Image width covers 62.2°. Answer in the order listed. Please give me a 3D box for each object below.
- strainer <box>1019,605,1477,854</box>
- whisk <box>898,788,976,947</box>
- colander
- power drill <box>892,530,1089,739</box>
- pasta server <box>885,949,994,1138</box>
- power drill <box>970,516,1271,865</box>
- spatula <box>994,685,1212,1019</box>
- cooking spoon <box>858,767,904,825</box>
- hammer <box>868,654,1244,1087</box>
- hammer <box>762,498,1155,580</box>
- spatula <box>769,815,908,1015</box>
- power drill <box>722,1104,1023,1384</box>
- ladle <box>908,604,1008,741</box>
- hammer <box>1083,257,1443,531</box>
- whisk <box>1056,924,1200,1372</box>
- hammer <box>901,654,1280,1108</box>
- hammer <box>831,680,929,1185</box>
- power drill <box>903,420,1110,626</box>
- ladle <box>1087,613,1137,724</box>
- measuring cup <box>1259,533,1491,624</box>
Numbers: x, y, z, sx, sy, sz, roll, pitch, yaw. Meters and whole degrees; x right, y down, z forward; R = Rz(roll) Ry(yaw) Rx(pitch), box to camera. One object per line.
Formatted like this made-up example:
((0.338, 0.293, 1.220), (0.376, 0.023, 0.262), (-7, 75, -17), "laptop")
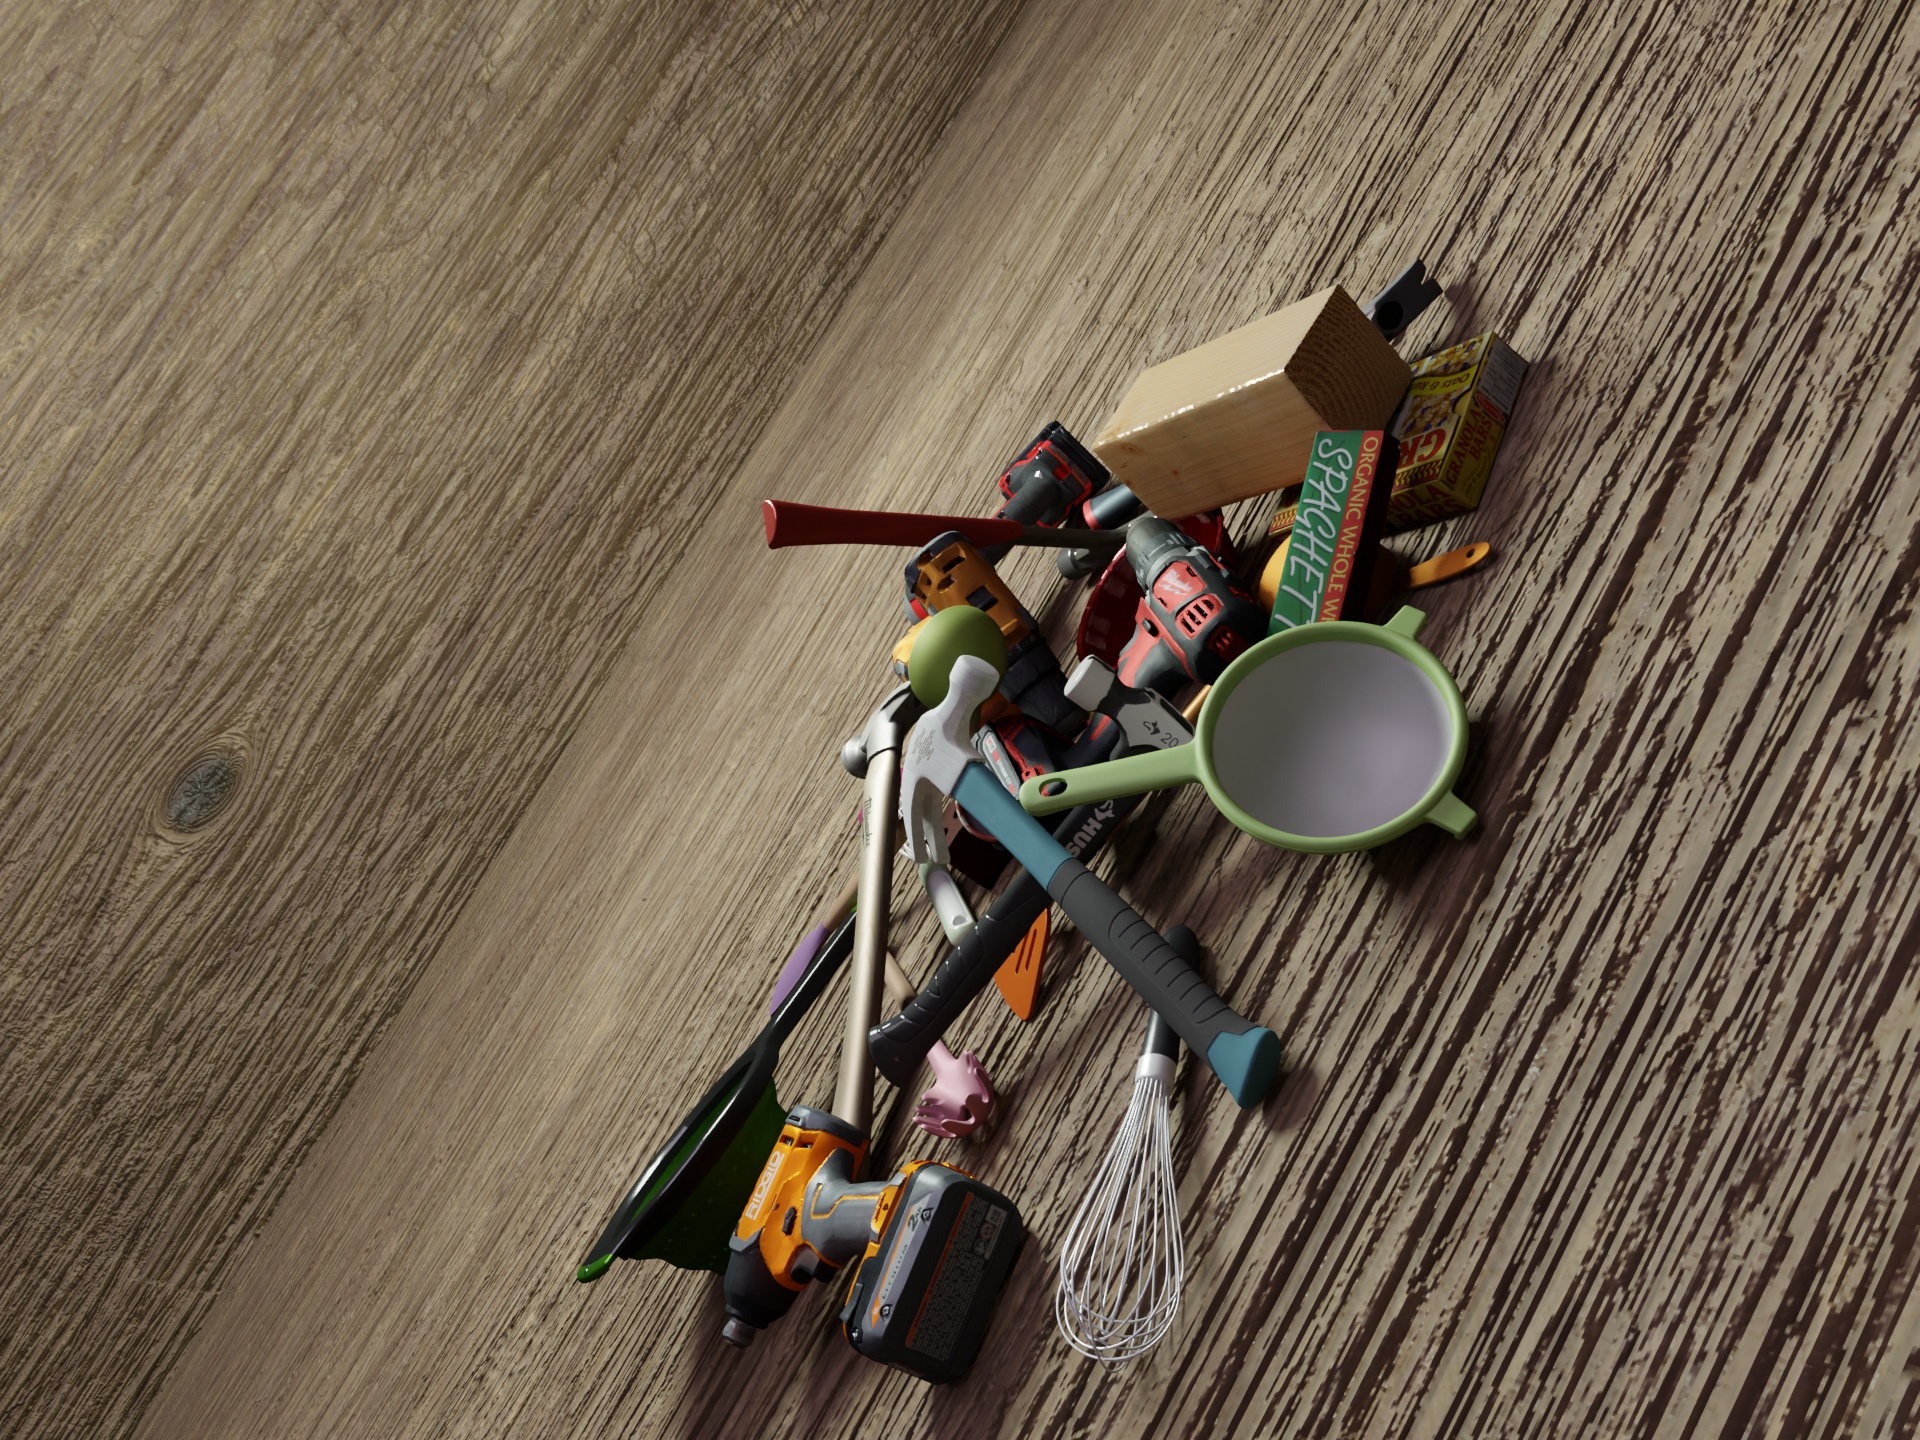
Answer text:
((0.165, 0.033, 0.926), (0.256, 0.069, 0.152), (-13, 55, 14), "strainer")
((-0.025, 0.121, 1.335), (0.058, 0.059, 0.247), (-18, 27, -8), "whisk")
((-0.141, 0.303, 1.276), (0.397, 0.094, 0.204), (-53, 5, -32), "colander")
((0.024, -0.040, 1.297), (0.084, 0.185, 0.226), (-37, -9, -14), "power drill")
((-0.031, 0.231, 1.202), (0.060, 0.040, 0.316), (-46, 21, 0), "pasta server")
((0.107, -0.031, 1.112), (0.226, 0.080, 0.188), (-50, 30, 16), "power drill")
((0.121, 0.068, 1.136), (0.322, 0.041, 0.081), (-51, 22, 2), "spatula")
((-0.016, 0.052, 1.447), (0.319, 0.017, 0.069), (-20, 42, 57), "cooking spoon")
((0.047, 0.124, 1.060), (0.334, 0.146, 0.035), (-53, 6, 20), "hammer")
((0.007, -0.155, 1.290), (0.149, 0.359, 0.037), (-24, 71, 53), "hammer")
((-0.105, 0.165, 1.412), (0.315, 0.018, 0.060), (-53, 18, 40), "spatula")
((-0.073, 0.349, 1.033), (0.226, 0.084, 0.164), (-3, 57, 55), "power drill")
((-0.002, -0.004, 1.229), (0.078, 0.062, 0.320), (-47, -11, -14), "ladle")
((0.227, -0.248, 1.309), (0.143, 0.038, 0.386), (-44, 8, -32), "hammer")
((0.106, 0.229, 0.902), (0.070, 0.070, 0.285), (-36, 24, 41), "whisk")
((0.071, 0.101, 0.955), (0.331, 0.033, 0.128), (45, 116, 37), "hammer")
((-0.067, 0.167, 1.243), (0.146, 0.038, 0.411), (-44, 36, 52), "hammer")
((0.032, -0.168, 1.485), (0.220, 0.078, 0.143), (-48, 5, -23), "power drill")
((0.116, -0.018, 1.260), (0.069, 0.031, 0.316), (-32, 30, 53), "ladle")
((0.262, -0.100, 1.029), (0.173, 0.052, 0.095), (-19, 42, 60), "measuring cup")
